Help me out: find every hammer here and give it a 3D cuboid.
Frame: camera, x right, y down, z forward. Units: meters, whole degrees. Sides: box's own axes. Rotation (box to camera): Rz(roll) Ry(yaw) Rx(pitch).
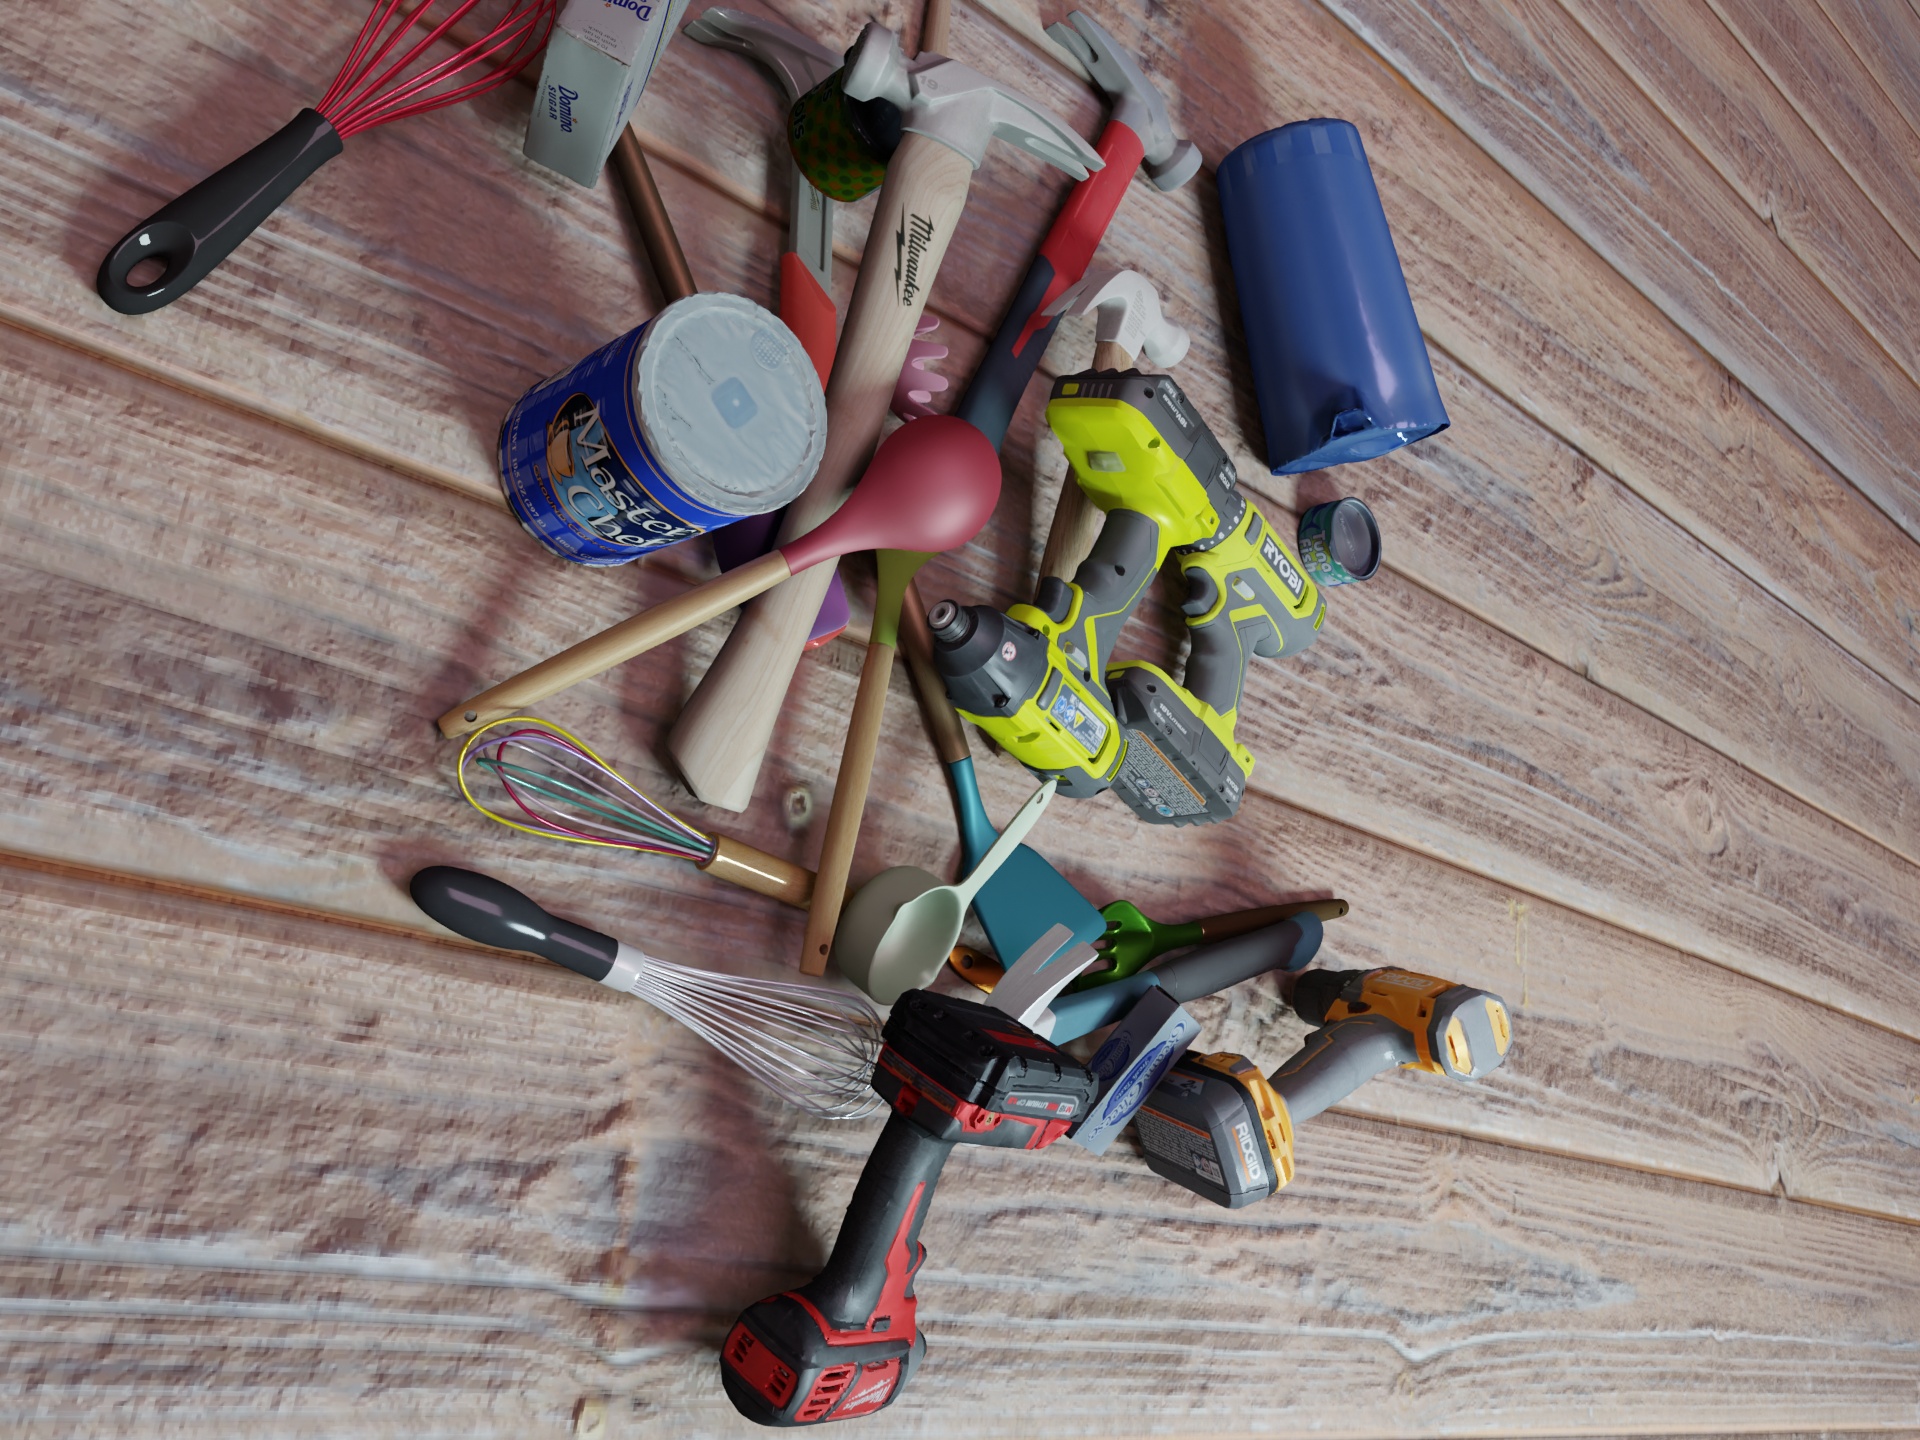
[{"bbox_3d":[0.073,-0.132,1.012,0.130,0.031,0.331,28,73,-51],"label":"hammer"},{"bbox_3d":[0.126,0.170,1.008,0.331,0.033,0.128,-8,123,-44],"label":"hammer"},{"bbox_3d":[0.048,-0.295,1.039,0.143,0.038,0.386,41,59,-28],"label":"hammer"},{"bbox_3d":[-0.095,-0.216,0.902,0.149,0.037,0.359,10,77,-40],"label":"hammer"},{"bbox_3d":[-0.052,-0.147,0.839,0.146,0.038,0.411,20,86,-19],"label":"hammer"}]

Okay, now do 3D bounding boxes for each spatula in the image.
[{"bbox_3d":[-0.002,-0.003,0.947,0.082,0.044,0.317,-24,99,-35],"label":"spatula"},{"bbox_3d":[-0.138,-0.190,0.851,0.060,0.018,0.316,-20,91,-8],"label":"spatula"}]

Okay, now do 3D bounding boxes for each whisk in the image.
[{"bbox_3d":[-0.282,-0.284,0.735,0.073,0.073,0.296,49,62,-25],"label":"whisk"},{"bbox_3d":[-0.145,0.057,0.813,0.244,0.051,0.047,28,60,-39],"label":"whisk"},{"bbox_3d":[-0.144,0.135,0.797,0.284,0.070,0.070,29,65,-29],"label":"whisk"}]

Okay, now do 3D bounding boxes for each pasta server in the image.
[{"bbox_3d":[-0.019,-0.325,0.984,0.040,0.060,0.316,8,73,-9],"label":"pasta server"}]

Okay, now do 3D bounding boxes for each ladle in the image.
[{"bbox_3d":[-0.112,-0.068,0.791,0.315,0.031,0.069,-28,102,-14],"label":"ladle"},{"bbox_3d":[-0.041,-0.017,0.876,0.078,0.062,0.320,25,69,-38],"label":"ladle"}]

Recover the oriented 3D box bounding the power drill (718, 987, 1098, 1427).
[{"bbox_3d":[-0.024,0.258,0.824,0.143,0.079,0.219,28,90,-55],"label":"power drill"}]

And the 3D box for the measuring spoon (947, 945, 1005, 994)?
[{"bbox_3d":[0.035,0.165,0.975,0.116,0.011,0.021,34,62,-33],"label":"measuring spoon"}]

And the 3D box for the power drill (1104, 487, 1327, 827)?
[{"bbox_3d":[0.155,-0.063,1.073,0.190,0.080,0.229,46,54,-29],"label":"power drill"}]

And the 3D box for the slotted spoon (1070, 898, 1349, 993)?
[{"bbox_3d":[0.176,0.145,1.093,0.313,0.031,0.070,-2,102,-44],"label":"slotted spoon"}]

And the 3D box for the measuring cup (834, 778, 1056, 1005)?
[{"bbox_3d":[-0.008,0.086,0.902,0.167,0.038,0.083,-47,146,-23],"label":"measuring cup"}]

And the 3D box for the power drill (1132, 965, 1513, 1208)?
[{"bbox_3d":[0.219,0.224,1.049,0.226,0.185,0.084,-20,98,-22],"label":"power drill"}]

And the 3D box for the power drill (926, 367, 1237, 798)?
[{"bbox_3d":[0.069,-0.088,0.929,0.171,0.080,0.223,42,66,-44],"label":"power drill"}]
